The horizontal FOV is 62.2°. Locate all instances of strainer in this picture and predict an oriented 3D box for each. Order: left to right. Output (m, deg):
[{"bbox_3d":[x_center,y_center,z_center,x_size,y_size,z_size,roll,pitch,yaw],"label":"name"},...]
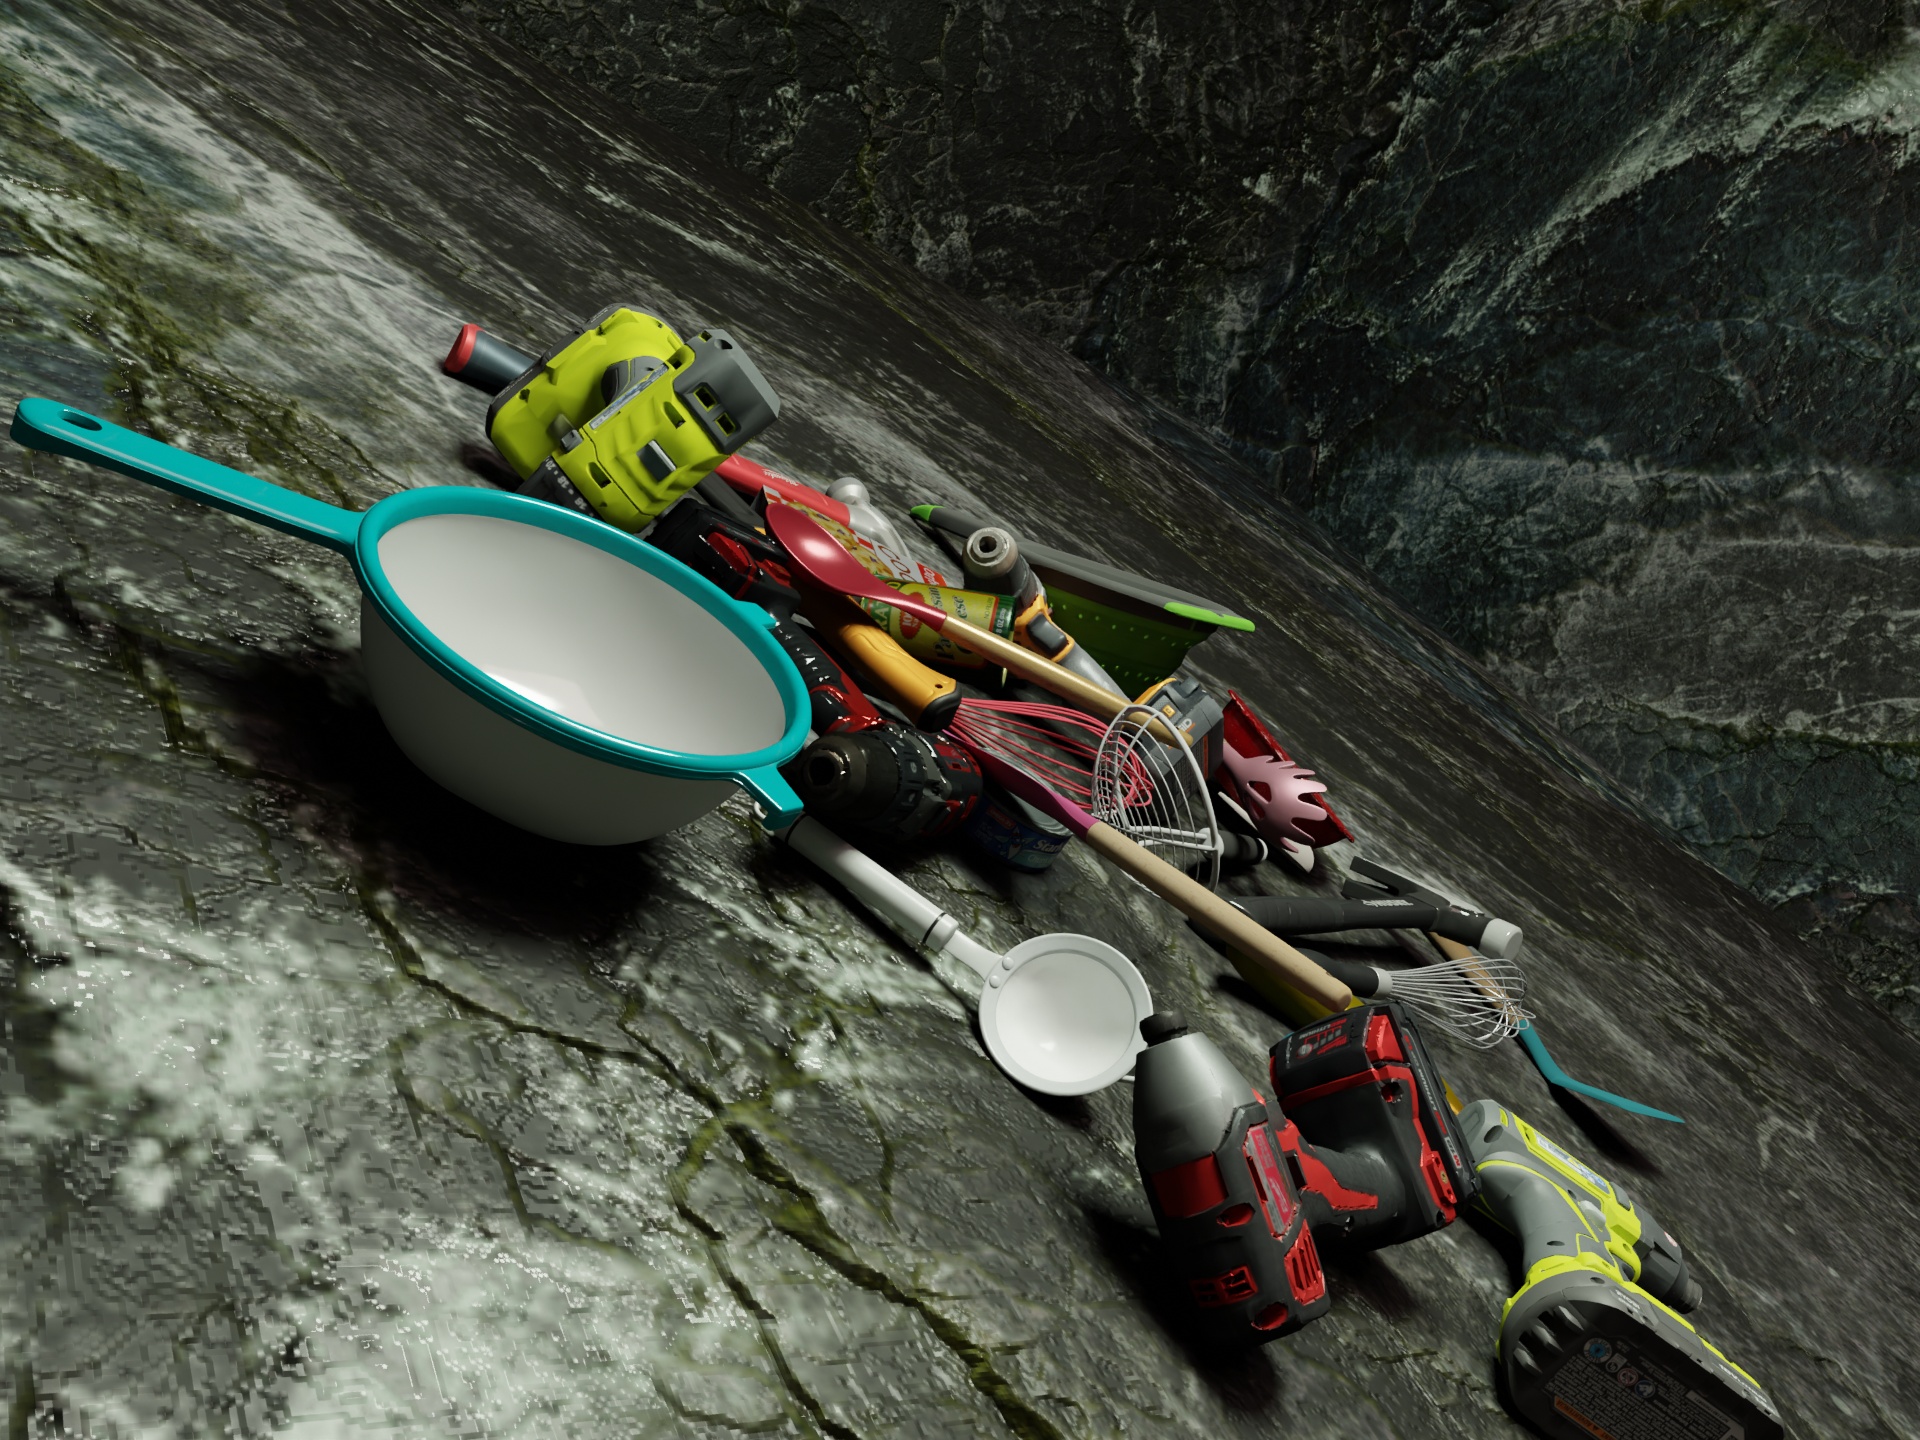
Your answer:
[{"bbox_3d":[-0.235,-0.032,0.690,0.340,0.095,0.211,21,24,-21],"label":"strainer"},{"bbox_3d":[-0.003,0.112,0.809,0.258,0.050,0.087,34,62,14],"label":"strainer"}]

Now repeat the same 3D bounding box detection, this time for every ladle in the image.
[{"bbox_3d":[0.012,-0.053,1.023,0.315,0.031,0.069,26,28,-9],"label":"ladle"}]

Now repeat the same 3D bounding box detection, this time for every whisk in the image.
[{"bbox_3d":[-0.002,-0.003,1.068,0.295,0.073,0.073,24,21,-12],"label":"whisk"},{"bbox_3d":[0.316,0.193,1.137,0.284,0.070,0.070,14,27,-35],"label":"whisk"}]

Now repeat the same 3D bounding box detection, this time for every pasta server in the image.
[{"bbox_3d":[0.206,0.016,1.268,0.040,0.060,0.316,14,17,-18],"label":"pasta server"}]

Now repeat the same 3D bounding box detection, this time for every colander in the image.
[{"bbox_3d":[0.073,-0.104,1.402,0.204,0.094,0.397,8,14,-42],"label":"colander"}]

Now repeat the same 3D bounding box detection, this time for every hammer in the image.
[{"bbox_3d":[-0.205,-0.200,1.219,0.386,0.038,0.143,20,26,-37],"label":"hammer"},{"bbox_3d":[-0.123,-0.105,1.053,0.127,0.034,0.337,-17,52,-45],"label":"hammer"},{"bbox_3d":[0.277,0.142,1.179,0.334,0.035,0.146,6,15,-46],"label":"hammer"}]

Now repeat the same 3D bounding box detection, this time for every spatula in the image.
[{"bbox_3d":[0.447,0.223,1.293,0.082,0.044,0.318,18,24,-33],"label":"spatula"}]

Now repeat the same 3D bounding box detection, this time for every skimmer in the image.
[{"bbox_3d":[0.176,0.069,1.075,0.363,0.090,0.127,15,49,-63],"label":"skimmer"}]

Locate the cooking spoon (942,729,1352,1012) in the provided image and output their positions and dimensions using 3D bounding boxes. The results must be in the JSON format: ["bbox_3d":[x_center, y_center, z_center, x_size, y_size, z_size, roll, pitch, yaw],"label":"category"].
[{"bbox_3d":[0.091,0.074,0.877,0.068,0.017,0.319,31,1,-45],"label":"cooking spoon"}]

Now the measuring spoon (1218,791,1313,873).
[{"bbox_3d":[0.235,0.080,1.226,0.034,0.018,0.124,43,2,-32],"label":"measuring spoon"}]

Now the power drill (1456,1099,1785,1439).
[{"bbox_3d":[0.355,0.315,0.872,0.171,0.080,0.223,35,16,1],"label":"power drill"}]

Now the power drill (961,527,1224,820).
[{"bbox_3d":[0.088,-0.042,1.179,0.226,0.084,0.185,42,-10,21],"label":"power drill"}]

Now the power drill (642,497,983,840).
[{"bbox_3d":[-0.094,-0.020,0.881,0.227,0.080,0.187,44,9,16],"label":"power drill"}]

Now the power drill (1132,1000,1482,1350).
[{"bbox_3d":[0.158,0.199,0.757,0.219,0.078,0.143,4,62,-53],"label":"power drill"}]

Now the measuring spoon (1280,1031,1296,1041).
[{"bbox_3d":[0.236,0.230,0.952,0.042,0.021,0.129,21,22,-36],"label":"measuring spoon"}]

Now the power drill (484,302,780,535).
[{"bbox_3d":[-0.215,-0.162,0.936,0.080,0.190,0.229,52,-2,-29],"label":"power drill"}]
